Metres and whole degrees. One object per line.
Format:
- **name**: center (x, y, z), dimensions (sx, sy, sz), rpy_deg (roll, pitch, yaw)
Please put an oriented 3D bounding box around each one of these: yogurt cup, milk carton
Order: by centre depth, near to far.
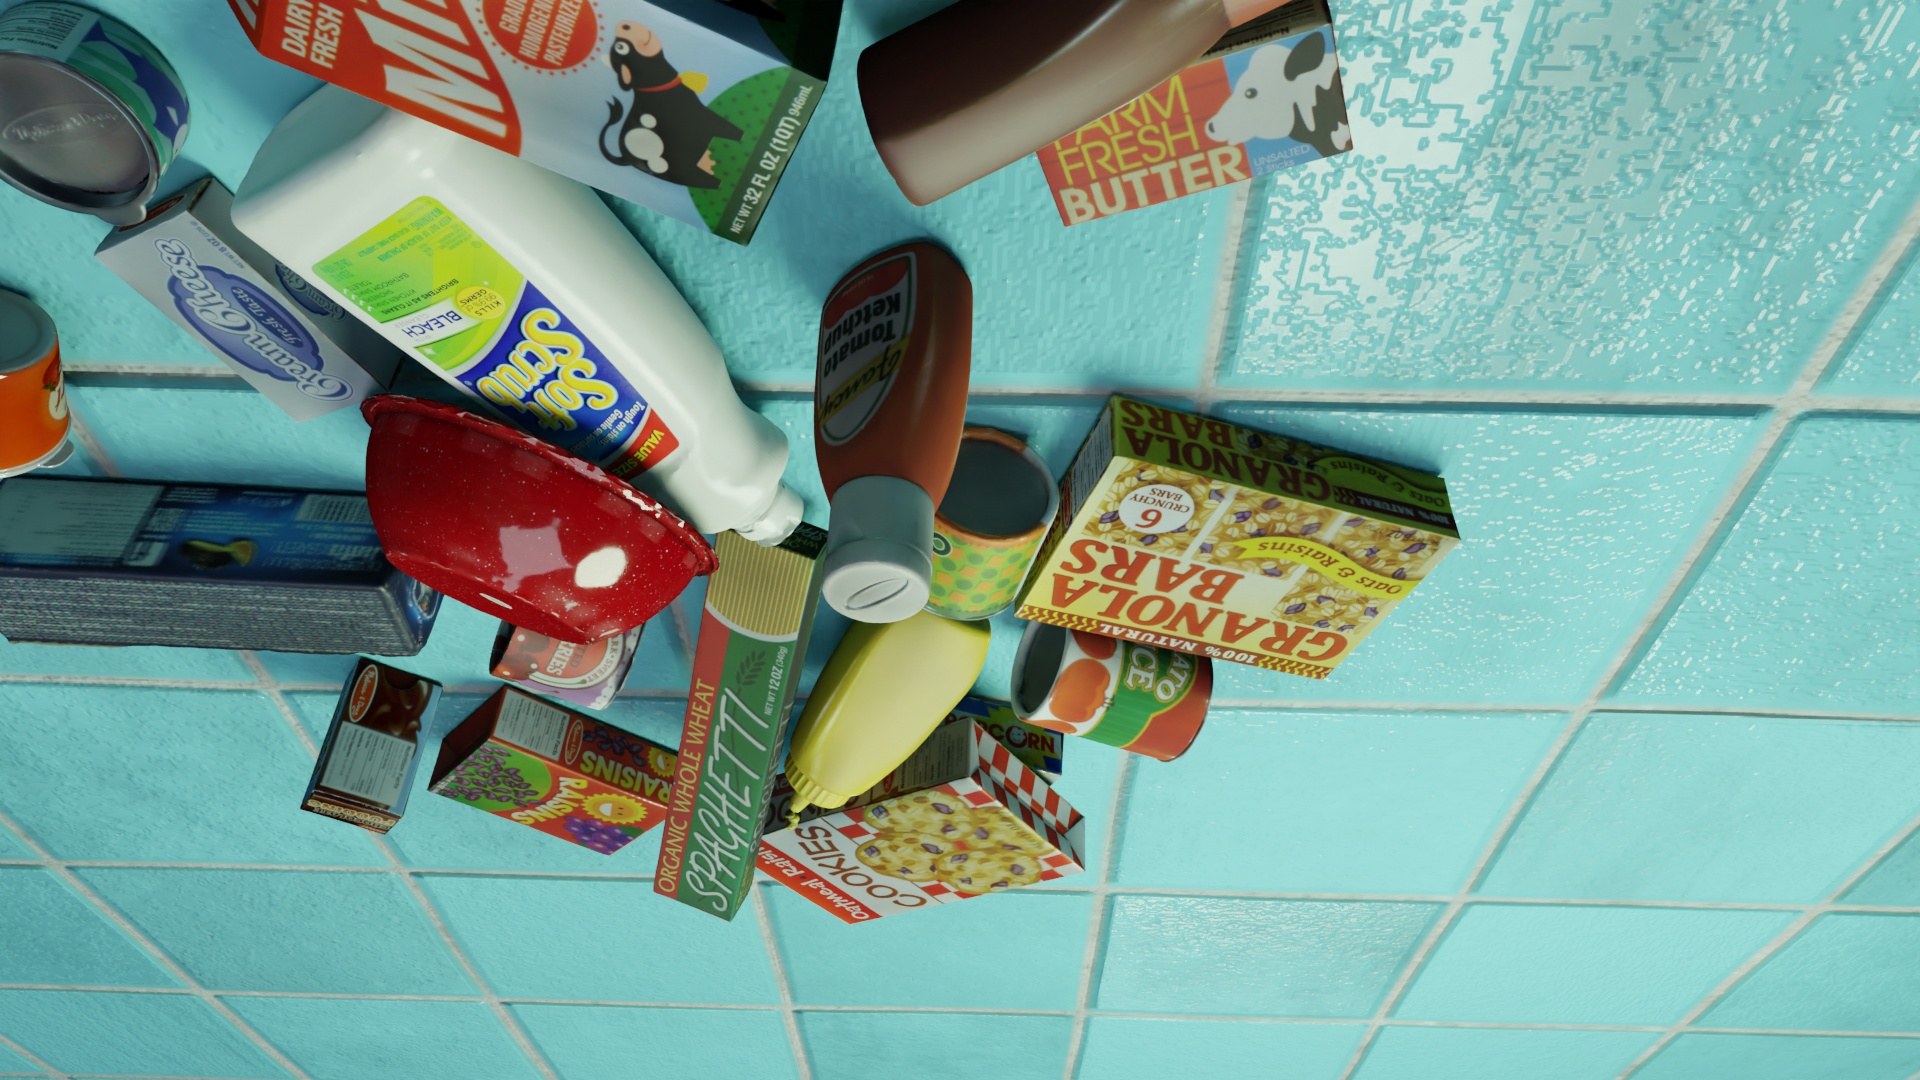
- **milk carton**: center (-0.136, -0.168, 0.412), dimensions (0.190, 0.074, 0.072), rpy_deg (19, 139, -19)
- **yogurt cup**: center (-0.398, -0.066, 0.560), dimensions (0.072, 0.073, 0.053), rpy_deg (18, 130, -19)

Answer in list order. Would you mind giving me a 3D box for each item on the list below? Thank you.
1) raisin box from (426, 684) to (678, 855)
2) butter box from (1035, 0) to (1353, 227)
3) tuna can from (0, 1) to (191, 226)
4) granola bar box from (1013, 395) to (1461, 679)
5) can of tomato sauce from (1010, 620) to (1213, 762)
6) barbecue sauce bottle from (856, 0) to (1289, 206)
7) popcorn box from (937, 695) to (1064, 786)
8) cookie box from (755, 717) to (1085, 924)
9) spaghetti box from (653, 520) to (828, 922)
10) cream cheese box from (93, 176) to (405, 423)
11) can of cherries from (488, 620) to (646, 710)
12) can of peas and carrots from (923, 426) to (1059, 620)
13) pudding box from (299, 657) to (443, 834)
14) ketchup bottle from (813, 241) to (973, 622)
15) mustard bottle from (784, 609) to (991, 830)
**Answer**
- **raisin box**: center (-0.240, 0.140, 0.831), dimensions (0.123, 0.040, 0.085), rpy_deg (30, 133, -28)
- **butter box**: center (0.077, -0.145, 0.472), dimensions (0.103, 0.024, 0.053), rpy_deg (-12, 139, 16)
- **tuna can**: center (-0.304, -0.146, 0.479), dimensions (0.071, 0.033, 0.070), rpy_deg (1, 141, 1)
- **granola bar box**: center (0.123, 0.004, 0.644), dimensions (0.166, 0.039, 0.123), rpy_deg (12, 140, -13)
- **can of tomato sauce**: center (0.077, 0.069, 0.708), dimensions (0.083, 0.071, 0.070), rpy_deg (18, 139, -18)
- **barbecue sauce bottle**: center (0.042, -0.159, 0.429), dimensions (0.148, 0.065, 0.043), rpy_deg (-22, 138, 15)
- **popcorn box**: center (-0.015, 0.124, 0.801), dimensions (0.127, 0.038, 0.084), rpy_deg (16, 139, -17)
- **cookie box**: center (-0.032, 0.163, 0.787), dimensions (0.167, 0.040, 0.122), rpy_deg (-20, 136, 26)
- **spaghetti box**: center (-0.114, 0.095, 0.707), dimensions (0.050, 0.029, 0.248), rpy_deg (20, 121, 6)
- **cream cheese box**: center (-0.280, -0.092, 0.553), dimensions (0.053, 0.024, 0.103), rpy_deg (-15, 138, 22)
- **can of cherries**: center (-0.193, 0.044, 0.684), dimensions (0.058, 0.072, 0.071), rpy_deg (23, 137, -23)
- **can of peas and carrots**: center (0.002, -0.008, 0.612), dimensions (0.071, 0.071, 0.058), rpy_deg (10, 140, -10)
- **pudding box**: center (-0.323, 0.113, 0.765), dimensions (0.049, 0.084, 0.030), rpy_deg (25, 139, -26)
- **ketchup bottle**: center (-0.026, -0.040, 0.507), dimensions (0.064, 0.149, 0.043), rpy_deg (-26, 135, 31)
- **mustard bottle**: center (-0.050, 0.088, 0.709), dimensions (0.065, 0.049, 0.159), rpy_deg (30, 111, -21)
